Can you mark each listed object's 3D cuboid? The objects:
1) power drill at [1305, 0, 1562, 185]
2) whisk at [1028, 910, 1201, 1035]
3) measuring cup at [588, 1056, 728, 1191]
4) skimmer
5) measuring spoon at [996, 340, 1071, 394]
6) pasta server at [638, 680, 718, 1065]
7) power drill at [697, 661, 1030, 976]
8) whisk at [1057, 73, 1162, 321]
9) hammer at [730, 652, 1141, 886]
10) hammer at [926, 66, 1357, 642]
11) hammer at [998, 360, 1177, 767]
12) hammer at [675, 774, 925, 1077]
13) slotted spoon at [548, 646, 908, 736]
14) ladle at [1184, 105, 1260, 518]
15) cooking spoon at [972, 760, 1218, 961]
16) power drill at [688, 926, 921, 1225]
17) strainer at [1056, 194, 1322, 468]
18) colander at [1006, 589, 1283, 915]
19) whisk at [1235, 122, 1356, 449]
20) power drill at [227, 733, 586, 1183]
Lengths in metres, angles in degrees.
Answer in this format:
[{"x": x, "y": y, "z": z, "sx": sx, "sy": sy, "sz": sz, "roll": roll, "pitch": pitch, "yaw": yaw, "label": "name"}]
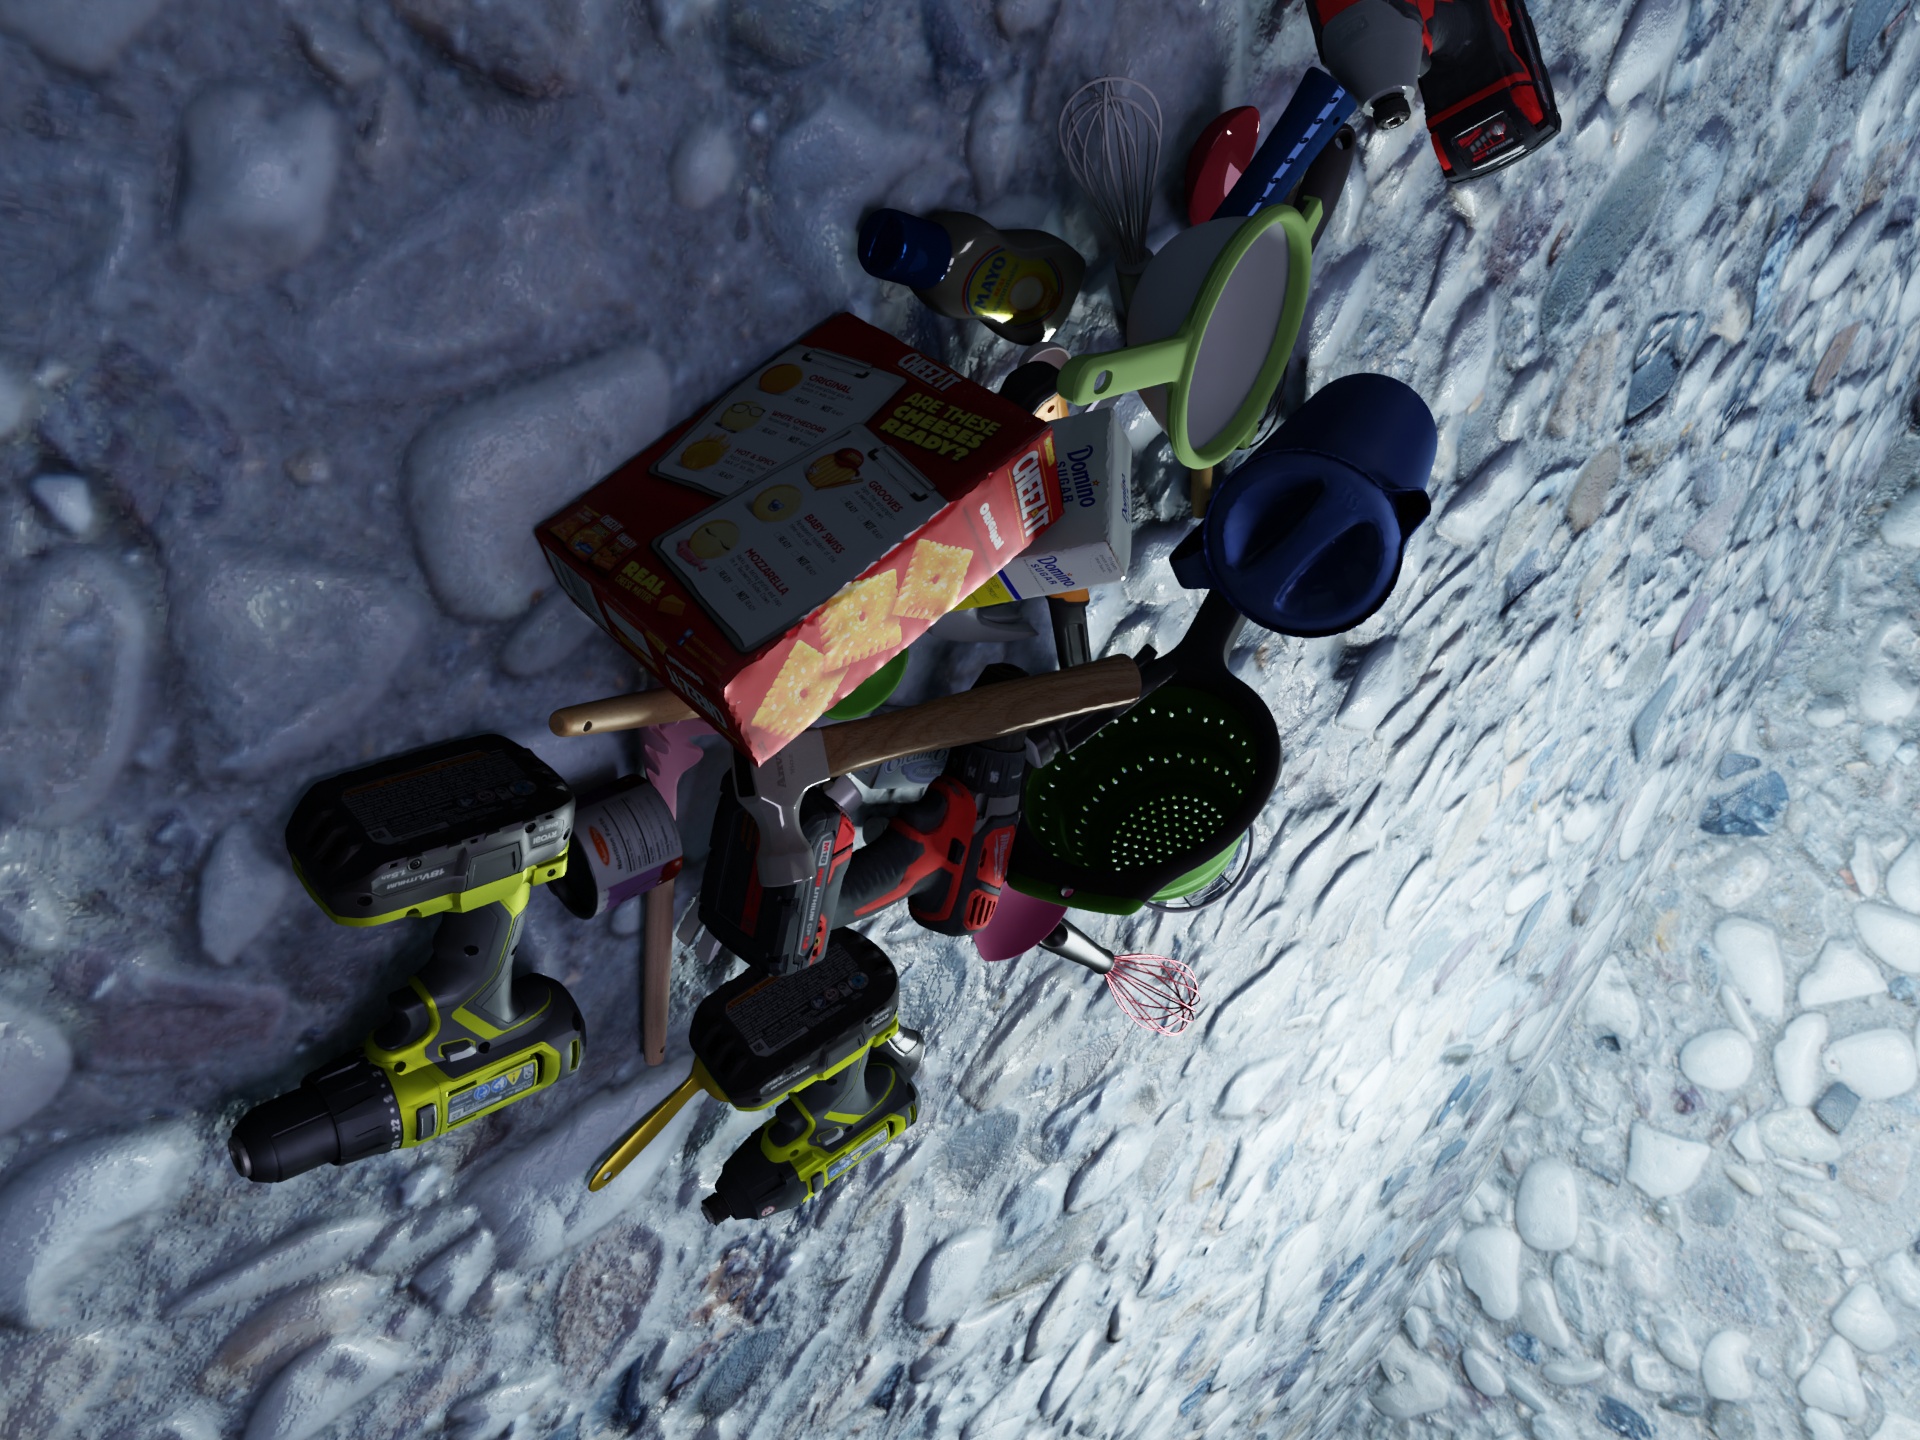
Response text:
[{"x": 0.293, "y": -0.421, "z": 1.004, "sx": 0.219, "sy": 0.078, "sz": 0.143, "roll": -1, "pitch": 76, "yaw": -48, "label": "power drill"}, {"x": 0.136, "y": 0.219, "z": 1.412, "sx": 0.073, "sy": 0.073, "sz": 0.295, "roll": -55, "pitch": 138, "yaw": 0, "label": "whisk"}, {"x": -0.190, "y": 0.272, "z": 1.094, "sx": 0.156, "sy": 0.029, "sz": 0.062, "roll": -44, "pitch": 143, "yaw": -20, "label": "measuring cup"}, {"x": 0.085, "y": 0.085, "z": 1.204, "sx": 0.363, "sy": 0.090, "sz": 0.127, "roll": 5, "pitch": 83, "yaw": -46, "label": "skimmer"}, {"x": 0.010, "y": -0.186, "z": 0.944, "sx": 0.124, "sy": 0.018, "sz": 0.034, "roll": -34, "pitch": 149, "yaw": 11, "label": "measuring spoon"}, {"x": -0.176, "y": 0.097, "z": 0.964, "sx": 0.060, "sy": 0.040, "sz": 0.316, "roll": -42, "pitch": 148, "yaw": -50, "label": "pasta server"}, {"x": -0.043, "y": 0.059, "z": 1.000, "sx": 0.226, "sy": 0.080, "sz": 0.187, "roll": -7, "pitch": 117, "yaw": -47, "label": "power drill"}, {"x": 0.106, "y": -0.288, "z": 0.972, "sx": 0.059, "sy": 0.058, "sz": 0.246, "roll": -10, "pitch": 147, "yaw": 10, "label": "whisk"}, {"x": -0.002, "y": -0.003, "z": 0.954, "sx": 0.331, "sy": 0.031, "sz": 0.130, "roll": -14, "pitch": 96, "yaw": -45, "label": "hammer"}, {"x": 0.104, "y": -0.214, "z": 0.986, "sx": 0.405, "sy": 0.035, "sz": 0.144, "roll": -53, "pitch": 147, "yaw": 14, "label": "hammer"}, {"x": 0.072, "y": -0.099, "z": 1.015, "sx": 0.127, "sy": 0.034, "sz": 0.336, "roll": -34, "pitch": 146, "yaw": -13, "label": "hammer"}, {"x": -0.089, "y": 0.179, "z": 1.134, "sx": 0.146, "sy": 0.035, "sz": 0.334, "roll": -43, "pitch": 143, "yaw": -17, "label": "hammer"}, {"x": -0.119, "y": -0.019, "z": 0.884, "sx": 0.313, "sy": 0.031, "sz": 0.070, "roll": -15, "pitch": 127, "yaw": -62, "label": "slotted spoon"}, {"x": 0.169, "y": -0.265, "z": 1.080, "sx": 0.069, "sy": 0.031, "sz": 0.315, "roll": -40, "pitch": 144, "yaw": -30, "label": "ladle"}, {"x": 0.127, "y": 0.099, "z": 1.331, "sx": 0.319, "sy": 0.017, "sz": 0.068, "roll": -33, "pitch": 118, "yaw": -28, "label": "cooking spoon"}, {"x": -0.109, "y": 0.252, "z": 1.082, "sx": 0.171, "sy": 0.080, "sz": 0.223, "roll": -30, "pitch": 145, "yaw": -24, "label": "power drill"}, {"x": 0.105, "y": -0.208, "z": 0.862, "sx": 0.256, "sy": 0.069, "sz": 0.151, "roll": -28, "pitch": 138, "yaw": -50, "label": "strainer"}, {"x": 0.175, "y": 0.000, "z": 1.181, "sx": 0.397, "sy": 0.205, "sz": 0.094, "roll": -58, "pitch": 140, "yaw": -28, "label": "colander"}, {"x": 0.220, "y": -0.293, "z": 1.073, "sx": 0.055, "sy": 0.055, "sz": 0.239, "roll": 26, "pitch": 85, "yaw": -54, "label": "whisk"}, {"x": -0.287, "y": 0.134, "z": 0.833, "sx": 0.190, "sy": 0.080, "sz": 0.228, "roll": -19, "pitch": 134, "yaw": -40, "label": "power drill"}]
